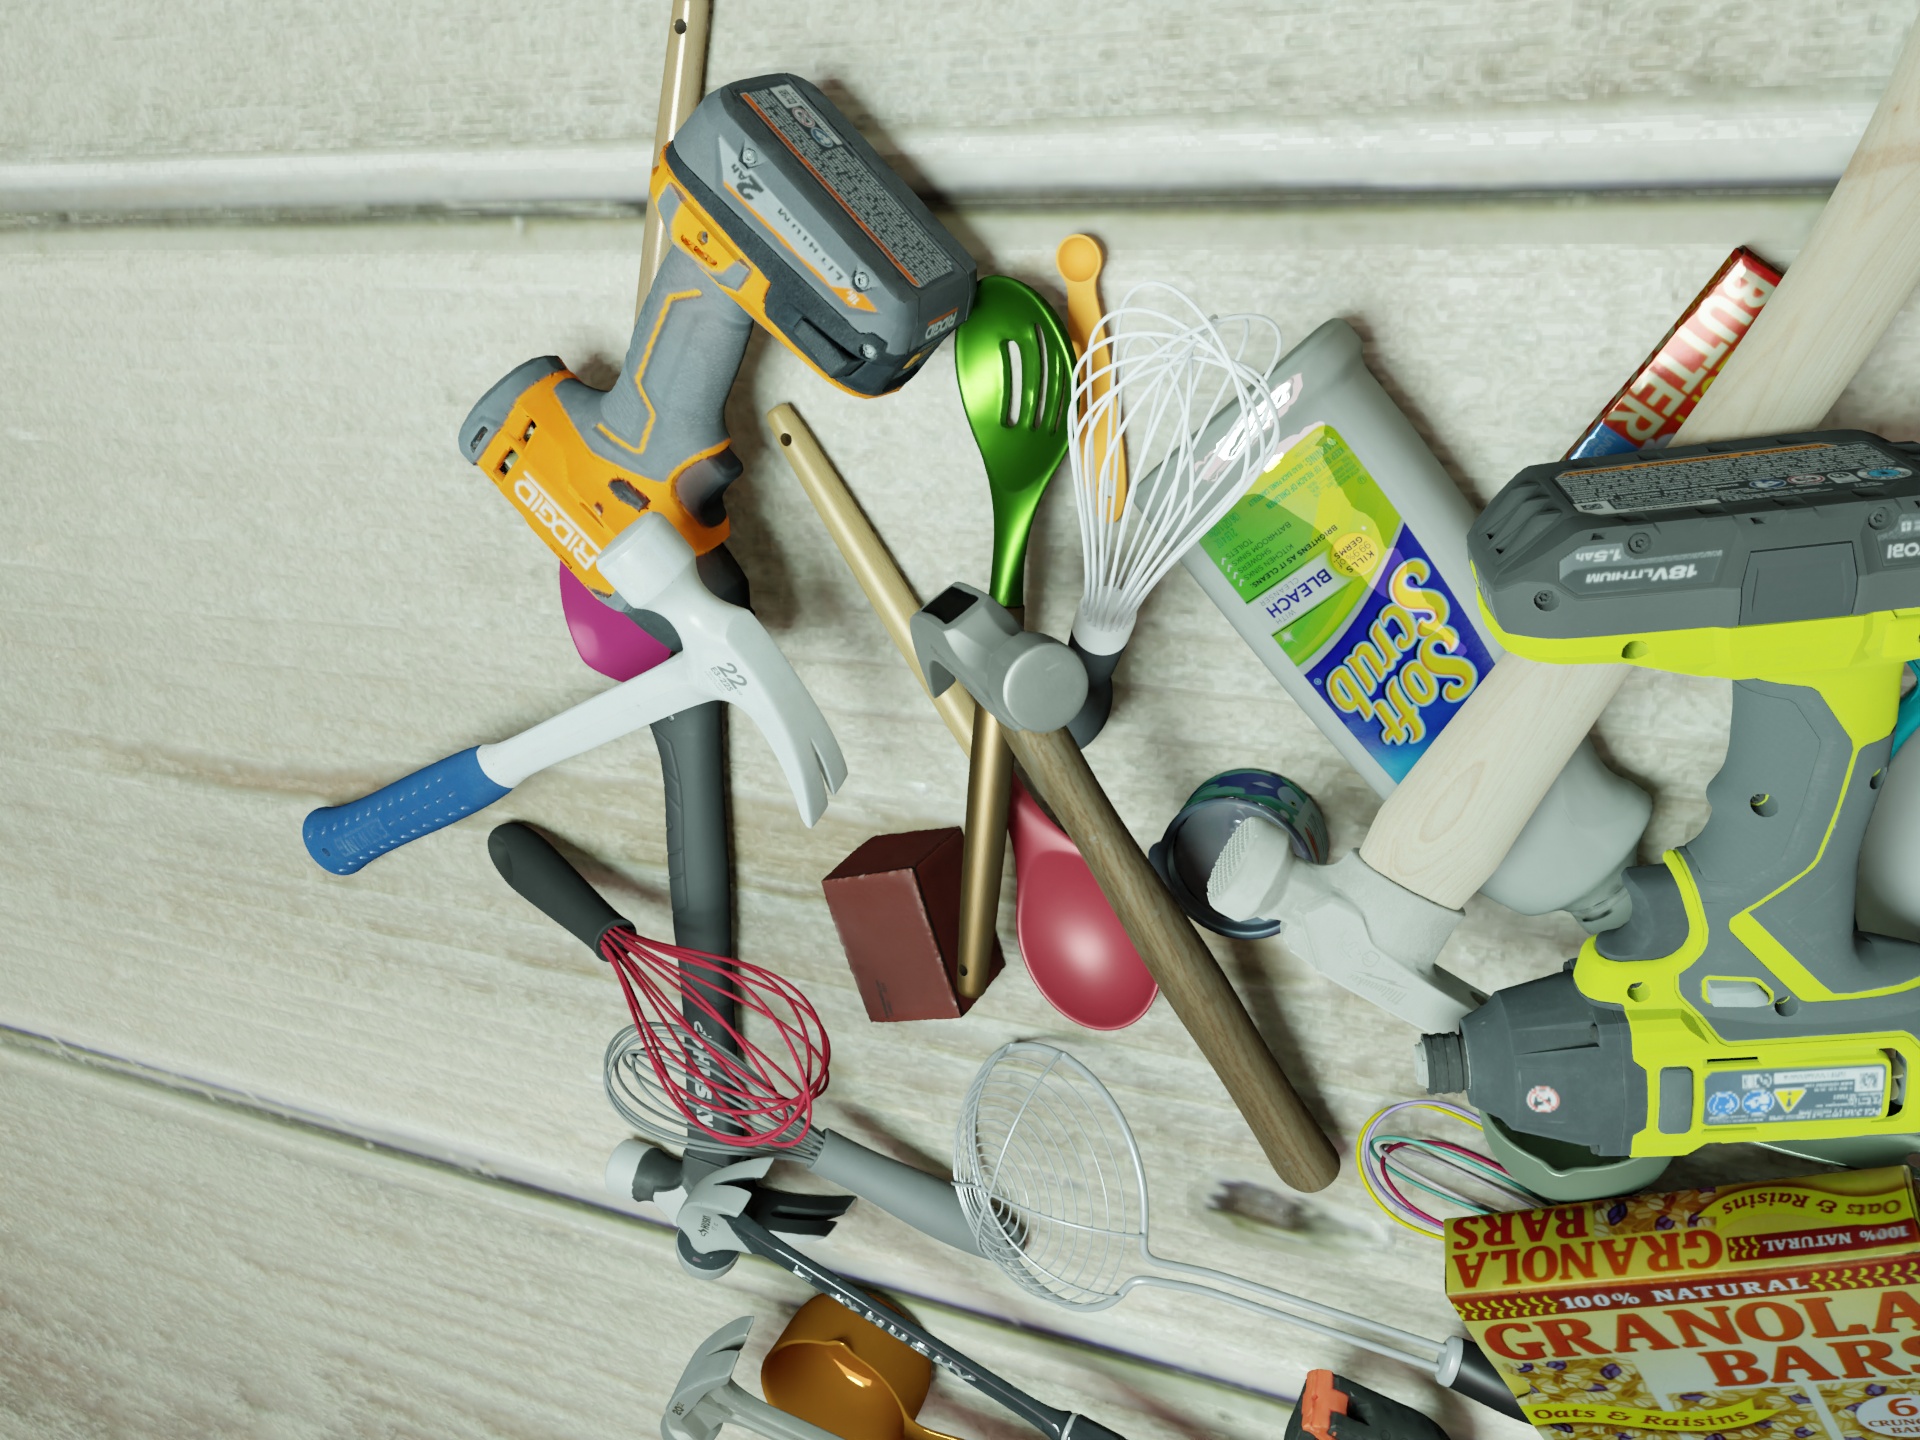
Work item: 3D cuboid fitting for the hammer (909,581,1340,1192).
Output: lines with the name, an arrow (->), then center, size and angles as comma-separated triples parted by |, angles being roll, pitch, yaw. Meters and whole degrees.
hammer -> 0.076, 0.078, 0.639 | 0.031, 0.130, 0.331 | -37, 119, -7

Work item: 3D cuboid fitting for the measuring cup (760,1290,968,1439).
measuring cup -> -0.020, 0.368, 0.865 | 0.174, 0.052, 0.095 | 15, 119, 14

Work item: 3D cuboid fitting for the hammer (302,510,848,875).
hammer -> -0.215, 0.025, 0.772 | 0.405, 0.035, 0.144 | -20, 118, 44

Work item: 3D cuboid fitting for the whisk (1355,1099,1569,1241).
whisk -> 0.280, 0.231, 0.665 | 0.245, 0.047, 0.051 | 25, 138, 10

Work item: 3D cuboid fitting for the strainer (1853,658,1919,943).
strainer -> 0.401, 0.128, 0.530 | 0.211, 0.095, 0.340 | 6, 112, 24

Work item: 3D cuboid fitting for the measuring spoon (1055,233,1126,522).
measuring spoon -> 0.055, -0.136, 0.638 | 0.021, 0.011, 0.116 | 5, 117, 31

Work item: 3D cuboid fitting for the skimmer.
skimmer -> 0.166, 0.255, 0.739 | 0.363, 0.090, 0.127 | 17, 114, 7

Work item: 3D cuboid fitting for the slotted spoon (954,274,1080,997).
slotted spoon -> 0.016, -0.025, 0.670 | 0.070, 0.031, 0.313 | 23, 116, 45

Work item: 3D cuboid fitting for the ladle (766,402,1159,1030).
ladle -> -0.001, -0.002, 0.711 | 0.069, 0.031, 0.315 | -29, 95, 26

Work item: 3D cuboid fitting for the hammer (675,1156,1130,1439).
hammer -> 0.040, 0.334, 0.770 | 0.409, 0.036, 0.149 | 29, 147, 7

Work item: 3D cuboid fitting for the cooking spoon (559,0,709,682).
cooking spoon -> -0.140, -0.158, 0.716 | 0.069, 0.017, 0.318 | 22, 120, 16

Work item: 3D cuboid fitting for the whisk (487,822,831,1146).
whisk -> -0.156, 0.114, 0.768 | 0.296, 0.073, 0.073 | 28, 124, 43

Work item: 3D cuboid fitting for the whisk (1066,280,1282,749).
whisk -> 0.058, -0.051, 0.574 | 0.070, 0.070, 0.284 | 32, 156, 10

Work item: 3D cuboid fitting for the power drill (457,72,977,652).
power drill -> -0.096, -0.126, 0.654 | 0.164, 0.084, 0.226 | 47, 127, -2

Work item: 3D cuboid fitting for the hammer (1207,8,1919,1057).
hammer -> 0.245, -0.068, 0.513 | 0.146, 0.038, 0.410 | 28, 111, -1

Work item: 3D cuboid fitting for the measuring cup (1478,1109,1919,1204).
measuring cup -> 0.284, 0.160, 0.609 | 0.168, 0.083, 0.038 | 7, 136, 27

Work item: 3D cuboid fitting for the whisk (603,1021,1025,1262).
whisk -> -0.070, 0.217, 0.794 | 0.239, 0.055, 0.055 | 29, 123, -11

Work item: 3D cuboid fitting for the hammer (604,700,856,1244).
hammer -> -0.128, 0.130, 0.824 | 0.146, 0.035, 0.334 | 11, 115, 22

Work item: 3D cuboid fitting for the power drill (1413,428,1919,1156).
power drill -> 0.226, 0.033, 0.494 | 0.171, 0.080, 0.223 | -5, 112, 10

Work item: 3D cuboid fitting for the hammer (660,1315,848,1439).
hammer -> 0.022, 0.407, 0.809 | 0.359, 0.037, 0.149 | 26, 139, -4
